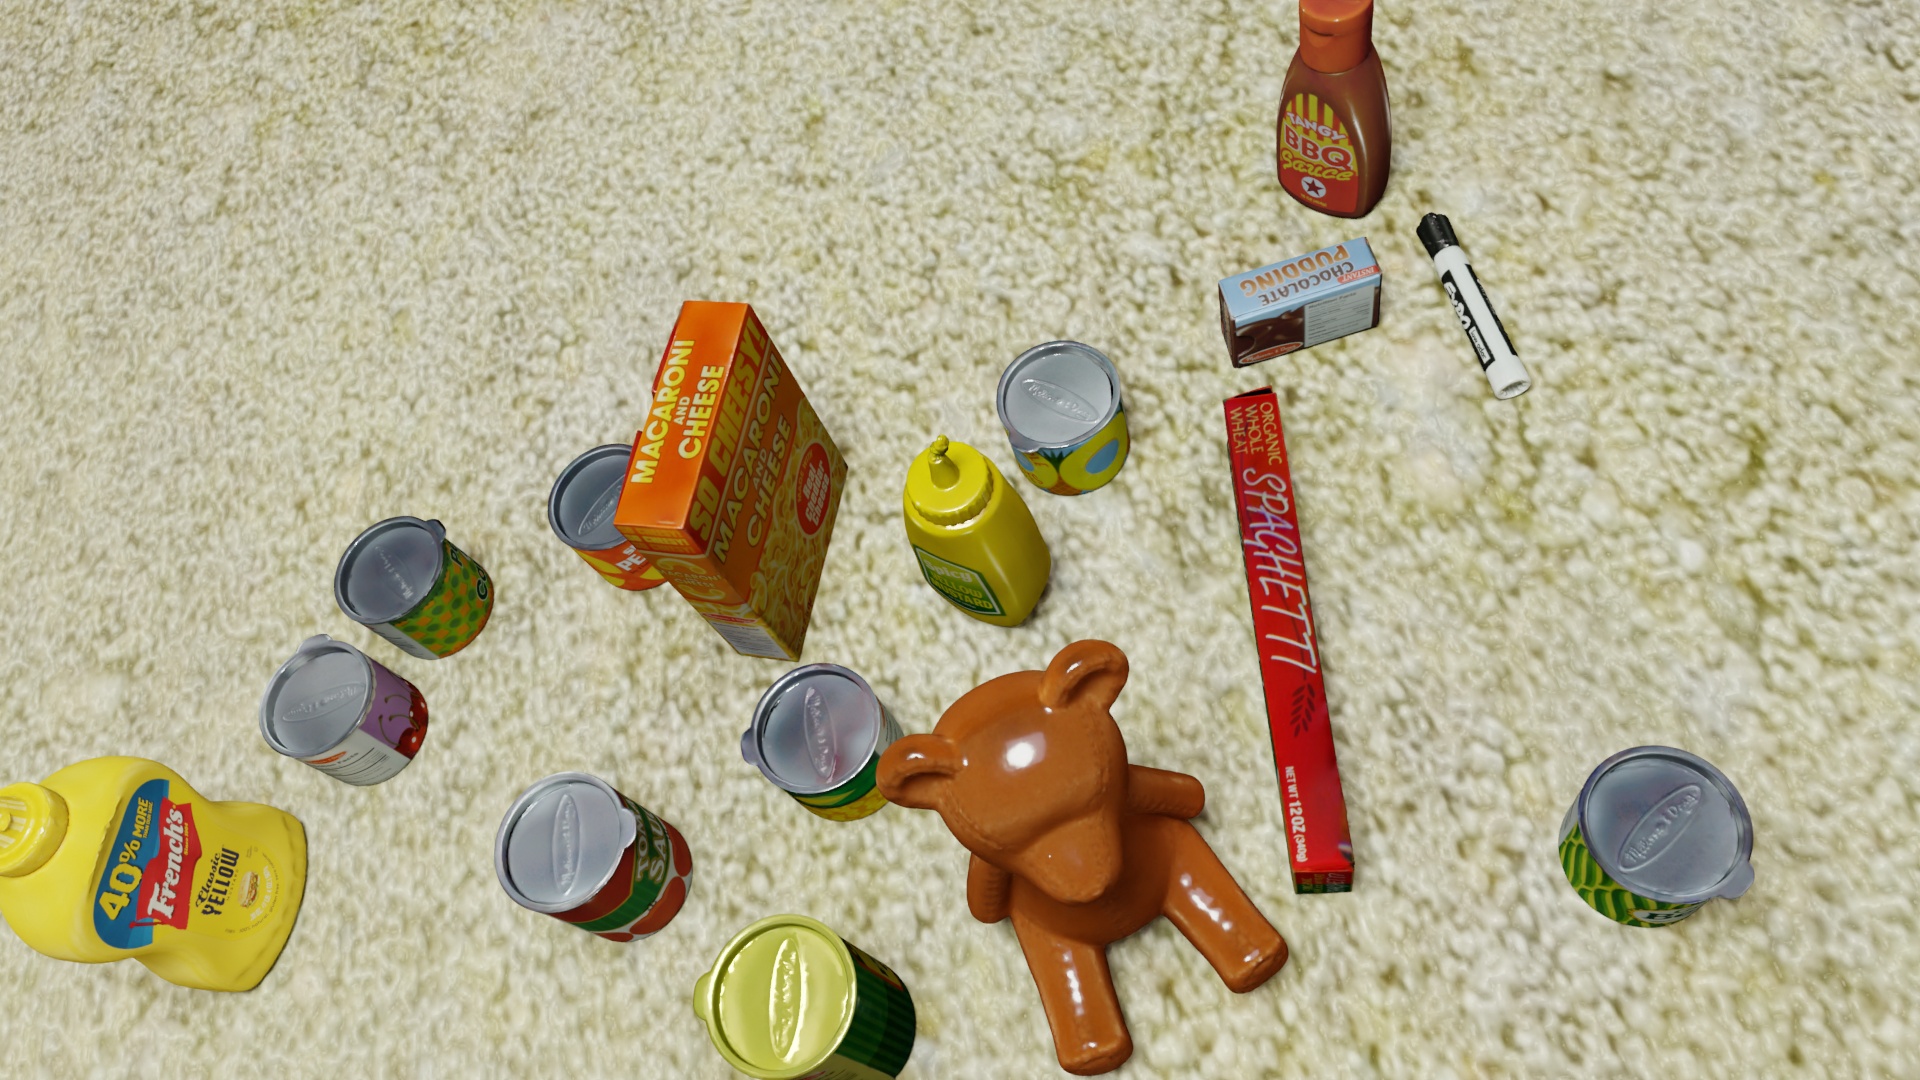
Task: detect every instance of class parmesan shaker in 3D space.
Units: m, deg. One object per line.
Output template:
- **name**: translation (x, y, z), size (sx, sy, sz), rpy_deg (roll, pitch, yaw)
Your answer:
- **parmesan shaker**: translation (-0.066, 0.209, 0.618), size (0.071, 0.102, 0.071), rpy_deg (-6, 63, 11)

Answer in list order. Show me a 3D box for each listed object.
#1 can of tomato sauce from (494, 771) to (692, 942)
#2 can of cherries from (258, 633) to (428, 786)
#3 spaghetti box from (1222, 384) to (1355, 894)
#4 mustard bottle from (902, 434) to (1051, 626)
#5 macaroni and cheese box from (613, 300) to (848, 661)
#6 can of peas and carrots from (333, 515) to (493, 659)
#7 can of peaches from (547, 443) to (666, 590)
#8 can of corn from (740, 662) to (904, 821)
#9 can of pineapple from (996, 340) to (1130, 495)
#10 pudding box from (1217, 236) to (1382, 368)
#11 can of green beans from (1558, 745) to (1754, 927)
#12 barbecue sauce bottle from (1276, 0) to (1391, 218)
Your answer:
- **can of tomato sauce**: translation (-0.176, 0.156, 0.682), size (0.071, 0.082, 0.071), rpy_deg (-6, 63, 11)
- **can of cherries**: translation (-0.338, 0.094, 0.767), size (0.071, 0.058, 0.072), rpy_deg (-5, 63, 11)
- **spaghetti box**: translation (0.158, 0.043, 0.677), size (0.029, 0.050, 0.251), rpy_deg (-8, 62, 10)
- **mustard bottle**: translation (0.002, -0.008, 0.678), size (0.065, 0.159, 0.049), rpy_deg (21, 71, 22)
- **macaroni and cheese box**: translation (-0.111, -0.025, 0.710), size (0.040, 0.166, 0.124), rpy_deg (4, 65, 16)
- **can of peas and carrots**: translation (-0.309, 0.026, 0.793), size (0.071, 0.058, 0.071), rpy_deg (-5, 63, 11)
- **can of peaches**: translation (-0.187, -0.011, 0.783), size (0.071, 0.058, 0.071), rpy_deg (-5, 63, 11)
- **can of corn**: translation (-0.067, 0.103, 0.697), size (0.071, 0.058, 0.071), rpy_deg (-5, 63, 11)
- **can of pineapple**: translation (0.055, -0.064, 0.751), size (0.071, 0.057, 0.071), rpy_deg (-5, 63, 11)
- **pudding box**: translation (0.184, -0.129, 0.757), size (0.084, 0.049, 0.030), rpy_deg (-17, 62, 5)
- **can of green beans**: translation (0.296, 0.128, 0.596), size (0.071, 0.057, 0.071), rpy_deg (-5, 63, 11)
- **barbecue sauce bottle**: translation (0.202, -0.240, 0.752), size (0.065, 0.148, 0.044), rpy_deg (32, 75, 25)
